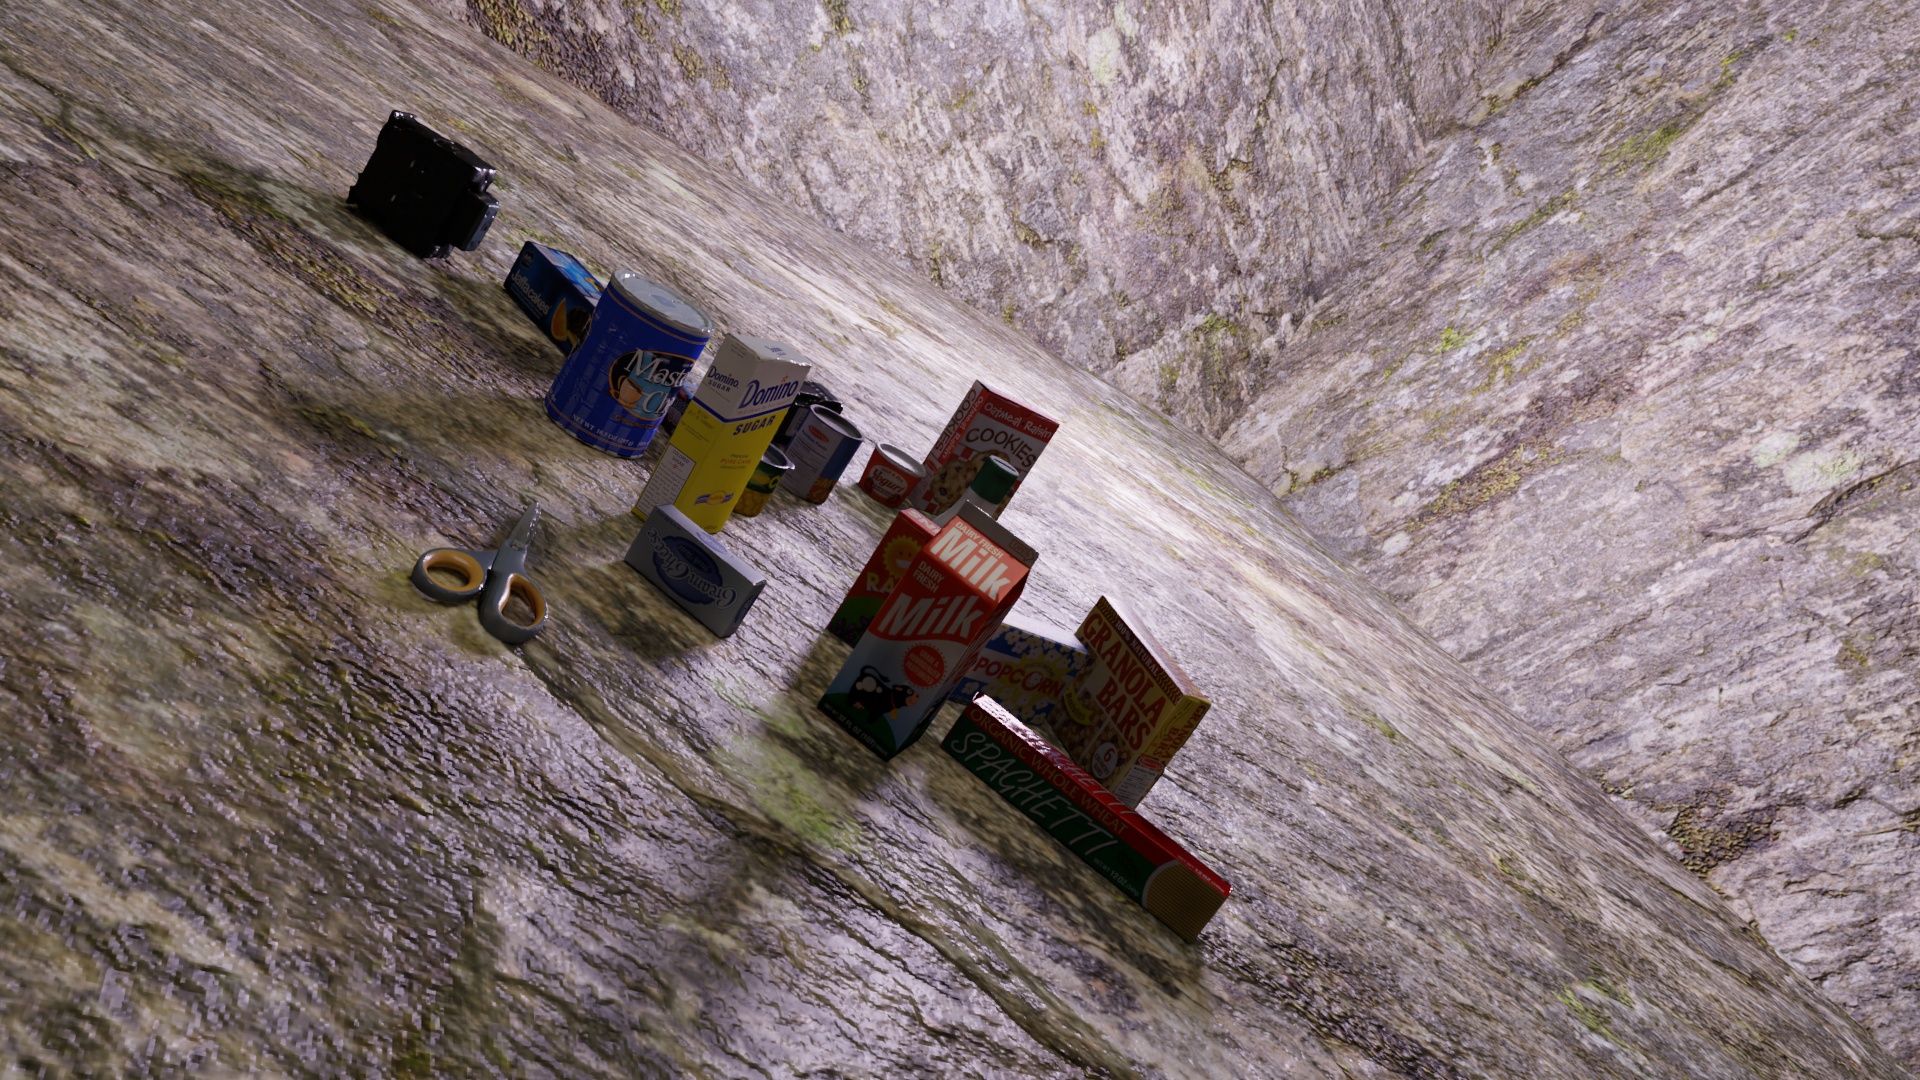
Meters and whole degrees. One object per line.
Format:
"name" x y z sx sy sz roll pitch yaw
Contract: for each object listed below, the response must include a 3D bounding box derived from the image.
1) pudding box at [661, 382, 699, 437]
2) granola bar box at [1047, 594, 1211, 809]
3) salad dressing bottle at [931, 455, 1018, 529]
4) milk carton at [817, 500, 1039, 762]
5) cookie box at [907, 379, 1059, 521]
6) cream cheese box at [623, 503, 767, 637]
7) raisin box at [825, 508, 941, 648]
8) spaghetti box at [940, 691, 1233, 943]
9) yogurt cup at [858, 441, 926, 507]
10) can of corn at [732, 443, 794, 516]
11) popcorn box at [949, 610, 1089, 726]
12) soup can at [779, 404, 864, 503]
"pudding box" -0.263 -0.117 1.377 0.030 0.049 0.084 18 21 -45
"granola bar box" 0.141 0.144 1.250 0.039 0.124 0.166 24 18 -32
"salad dressing bottle" 0.005 -0.018 1.426 0.064 0.147 0.044 29 16 -17
"milk carton" -0.020 0.066 1.043 0.072 0.190 0.073 36 15 11
"cookie box" 0.027 -0.099 1.679 0.123 0.167 0.040 20 20 -40
"cream cheese box" -0.203 0.023 1.064 0.104 0.053 0.024 37 15 12
"raisin box" -0.045 0.047 1.176 0.086 0.123 0.040 36 15 11
"spaghetti box" 0.095 0.214 1.085 0.250 0.050 0.029 37 15 12
"yogurt cup" -0.081 -0.074 1.602 0.072 0.053 0.072 31 15 -9
"can of corn" -0.203 -0.063 1.318 0.071 0.058 0.071 31 15 -9
"popcorn box" 0.042 0.109 1.232 0.126 0.085 0.038 22 19 -37
"soup can" -0.148 -0.090 1.460 0.071 0.083 0.071 31 15 -9
